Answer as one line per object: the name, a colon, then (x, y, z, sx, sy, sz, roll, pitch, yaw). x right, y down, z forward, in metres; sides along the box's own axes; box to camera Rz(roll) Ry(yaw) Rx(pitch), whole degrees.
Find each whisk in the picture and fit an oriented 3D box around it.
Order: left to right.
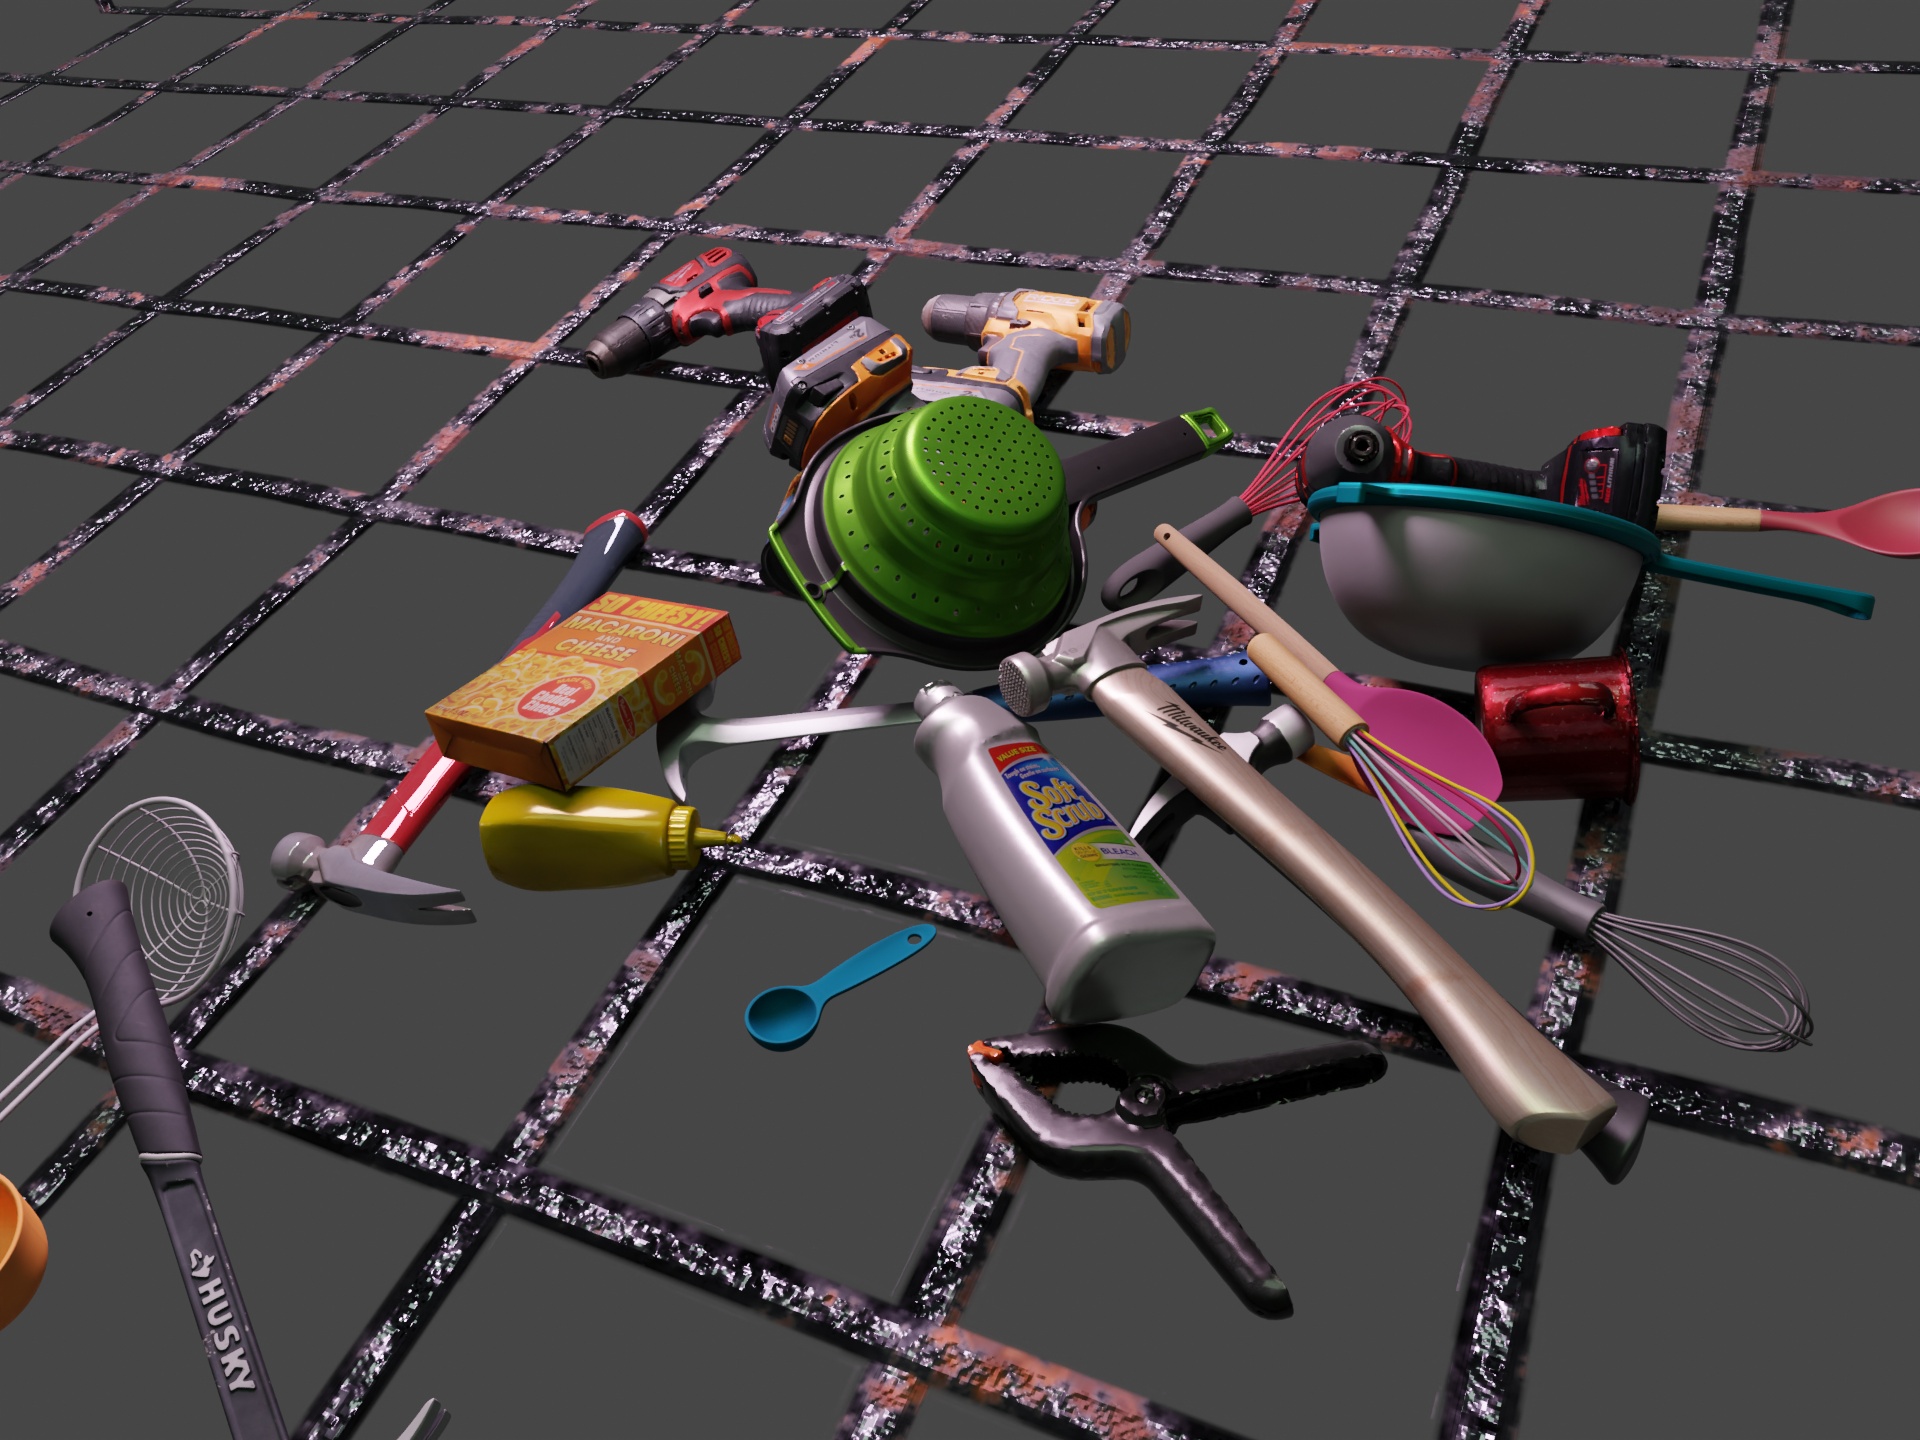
whisk: (0.218, -0.161, 1.151, 0.296, 0.073, 0.073, -34, 48, -16)
whisk: (0.242, 0.020, 0.910, 0.051, 0.047, 0.245, -12, 41, -24)
whisk: (0.338, 0.109, 0.853, 0.055, 0.055, 0.239, -37, 45, -26)

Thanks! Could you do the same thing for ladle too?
ladle: (0.519, -0.138, 1.089, 0.315, 0.031, 0.069, 5, 45, 18)

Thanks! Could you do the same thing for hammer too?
hammer: (-0.395, 0.239, 0.817, 0.149, 0.036, 0.409, -25, 56, -19)
hammer: (-0.309, -0.018, 1.118, 0.143, 0.038, 0.387, 10, 47, 19)
hammer: (-0.002, -0.003, 1.044, 0.405, 0.035, 0.144, -6, 43, 5)
hammer: (0.193, 0.066, 0.869, 0.146, 0.038, 0.411, -22, 48, -25)
hammer: (0.230, 0.121, 0.865, 0.146, 0.035, 0.335, -31, 48, -15)

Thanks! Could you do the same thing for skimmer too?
skimmer: (-0.554, 0.199, 0.900, 0.127, 0.090, 0.363, 20, 51, 20)

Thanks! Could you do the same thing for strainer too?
strainer: (0.377, -0.067, 0.981, 0.340, 0.211, 0.095, 12, 90, 7)

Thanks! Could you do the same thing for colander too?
colander: (0.063, -0.171, 1.077, 0.397, 0.094, 0.205, -26, 73, -33)

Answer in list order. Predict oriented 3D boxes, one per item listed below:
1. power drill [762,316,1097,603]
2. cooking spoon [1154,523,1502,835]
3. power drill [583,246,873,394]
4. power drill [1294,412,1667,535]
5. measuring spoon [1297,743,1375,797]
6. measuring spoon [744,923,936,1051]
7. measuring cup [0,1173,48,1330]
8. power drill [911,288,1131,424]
power drill: (-0.031, -0.176, 1.145, 0.226, 0.084, 0.164, 39, 53, 8)
cooking spoon: (0.216, -0.039, 0.994, 0.068, 0.017, 0.319, -53, 48, 14)
power drill: (-0.207, -0.345, 1.415, 0.227, 0.080, 0.188, 23, 53, 34)
power drill: (0.336, -0.160, 1.049, 0.219, 0.143, 0.078, 8, 90, 7)
measuring spoon: (0.234, 0.031, 0.982, 0.117, 0.011, 0.021, 25, 59, 28)
measuring spoon: (-0.065, 0.154, 0.911, 0.128, 0.021, 0.042, -27, 44, -29)
measuring cup: (-0.565, 0.297, 0.819, 0.173, 0.052, 0.095, -18, 49, -14)
power drill: (0.016, -0.289, 1.310, 0.185, 0.084, 0.226, 14, 44, 25)
